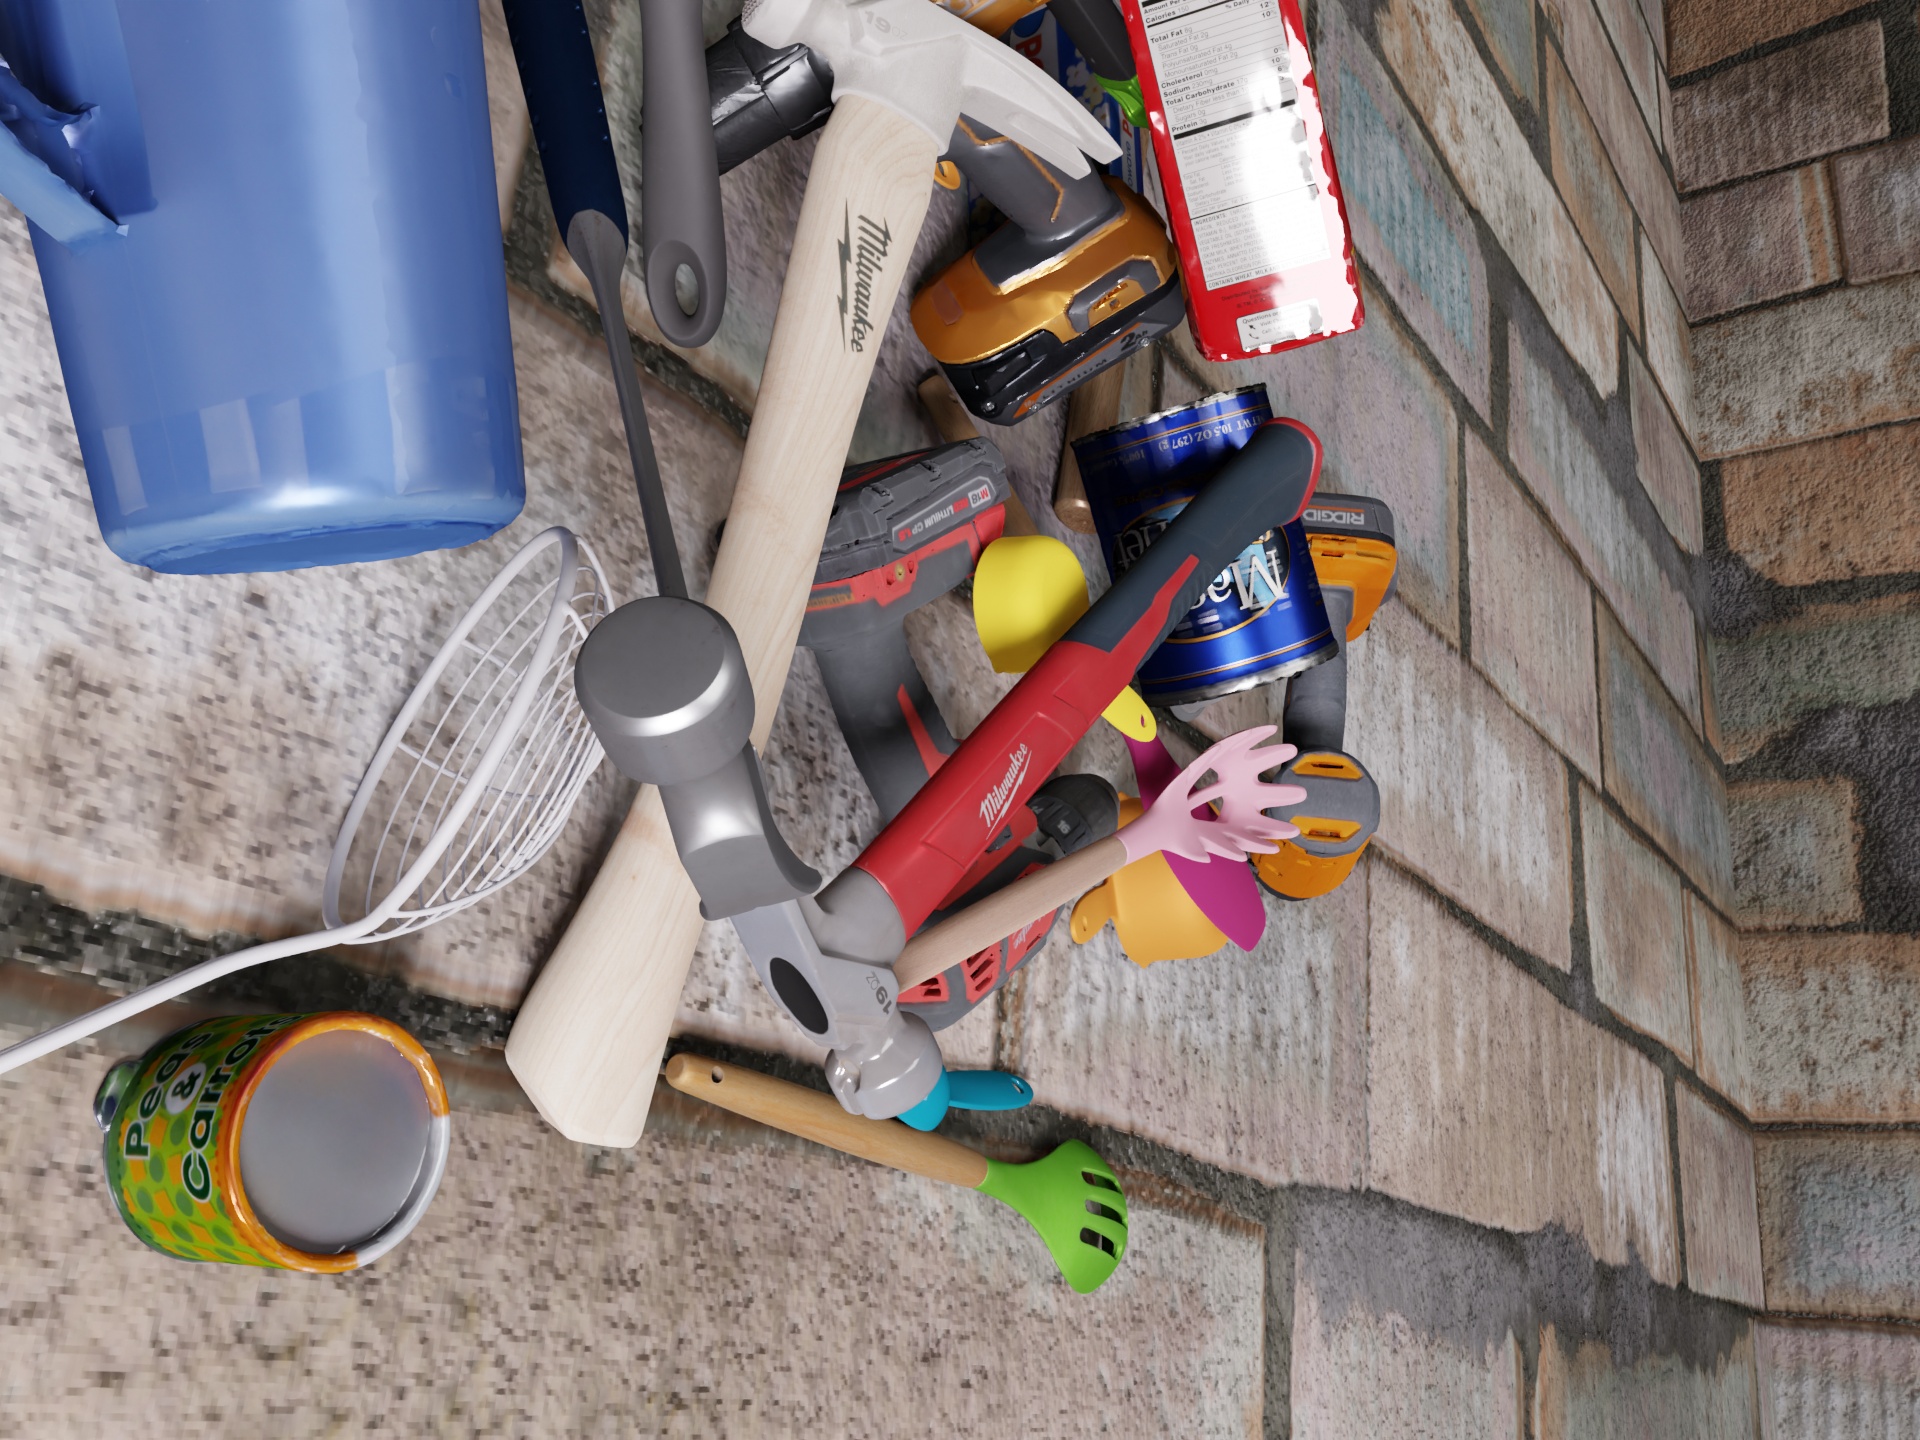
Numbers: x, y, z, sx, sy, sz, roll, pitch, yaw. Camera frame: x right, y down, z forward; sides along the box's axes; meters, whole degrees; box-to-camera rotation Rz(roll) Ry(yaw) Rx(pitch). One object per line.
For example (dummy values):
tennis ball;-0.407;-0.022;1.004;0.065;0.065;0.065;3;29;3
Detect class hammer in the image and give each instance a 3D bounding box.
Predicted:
hammer;0.088;-0.255;0.911;0.129;0.031;0.331;34;56;-46
hammer;-0.058;-0.057;0.553;0.146;0.038;0.411;20;80;-26
hammer;0.046;-0.034;0.615;0.386;0.038;0.143;-47;125;-39
hammer;-0.105;-0.128;0.469;0.144;0.035;0.406;83;-9;-59

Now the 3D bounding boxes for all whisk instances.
whisk;-0.103;-0.276;0.553;0.073;0.073;0.295;-41;140;-51

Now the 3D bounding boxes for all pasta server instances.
pasta server;0.056;0.063;0.668;0.316;0.040;0.060;-20;99;-50

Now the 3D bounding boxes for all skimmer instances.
skimmer;-0.226;0.049;0.356;0.363;0.127;0.090;-28;93;-42

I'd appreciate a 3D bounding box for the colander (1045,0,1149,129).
colander;-0.045;-0.366;0.650;0.094;0.205;0.396;-47;129;2

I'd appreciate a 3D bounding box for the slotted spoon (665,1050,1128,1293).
slotted spoon;-0.009;0.188;0.675;0.313;0.031;0.070;35;48;-44

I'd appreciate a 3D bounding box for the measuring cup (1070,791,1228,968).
measuring cup;0.100;0.085;0.796;0.173;0.052;0.095;-14;97;-70

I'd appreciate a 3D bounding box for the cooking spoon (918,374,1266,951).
cooking spoon;0.067;-0.027;0.773;0.319;0.017;0.069;58;33;-5

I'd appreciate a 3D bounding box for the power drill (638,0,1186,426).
power drill;-0.011;-0.229;0.677;0.226;0.185;0.084;54;8;-51

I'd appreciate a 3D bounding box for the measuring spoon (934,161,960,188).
measuring spoon;-0.035;-0.286;0.767;0.116;0.011;0.021;20;66;-55

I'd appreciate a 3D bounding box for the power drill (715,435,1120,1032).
power drill;-0.001;-0.002;0.691;0.188;0.080;0.226;-35;114;-52

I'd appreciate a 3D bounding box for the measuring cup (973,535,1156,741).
measuring cup;0.058;-0.028;0.688;0.156;0.029;0.062;38;57;-47

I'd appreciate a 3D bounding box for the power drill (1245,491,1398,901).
power drill;0.211;-0.005;0.963;0.164;0.084;0.227;83;13;-68

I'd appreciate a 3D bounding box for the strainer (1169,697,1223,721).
strainer;0.104;-0.041;0.880;0.258;0.050;0.087;0;97;-51

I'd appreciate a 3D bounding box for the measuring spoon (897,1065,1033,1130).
measuring spoon;0.004;0.155;0.694;0.128;0.021;0.042;21;28;-56
